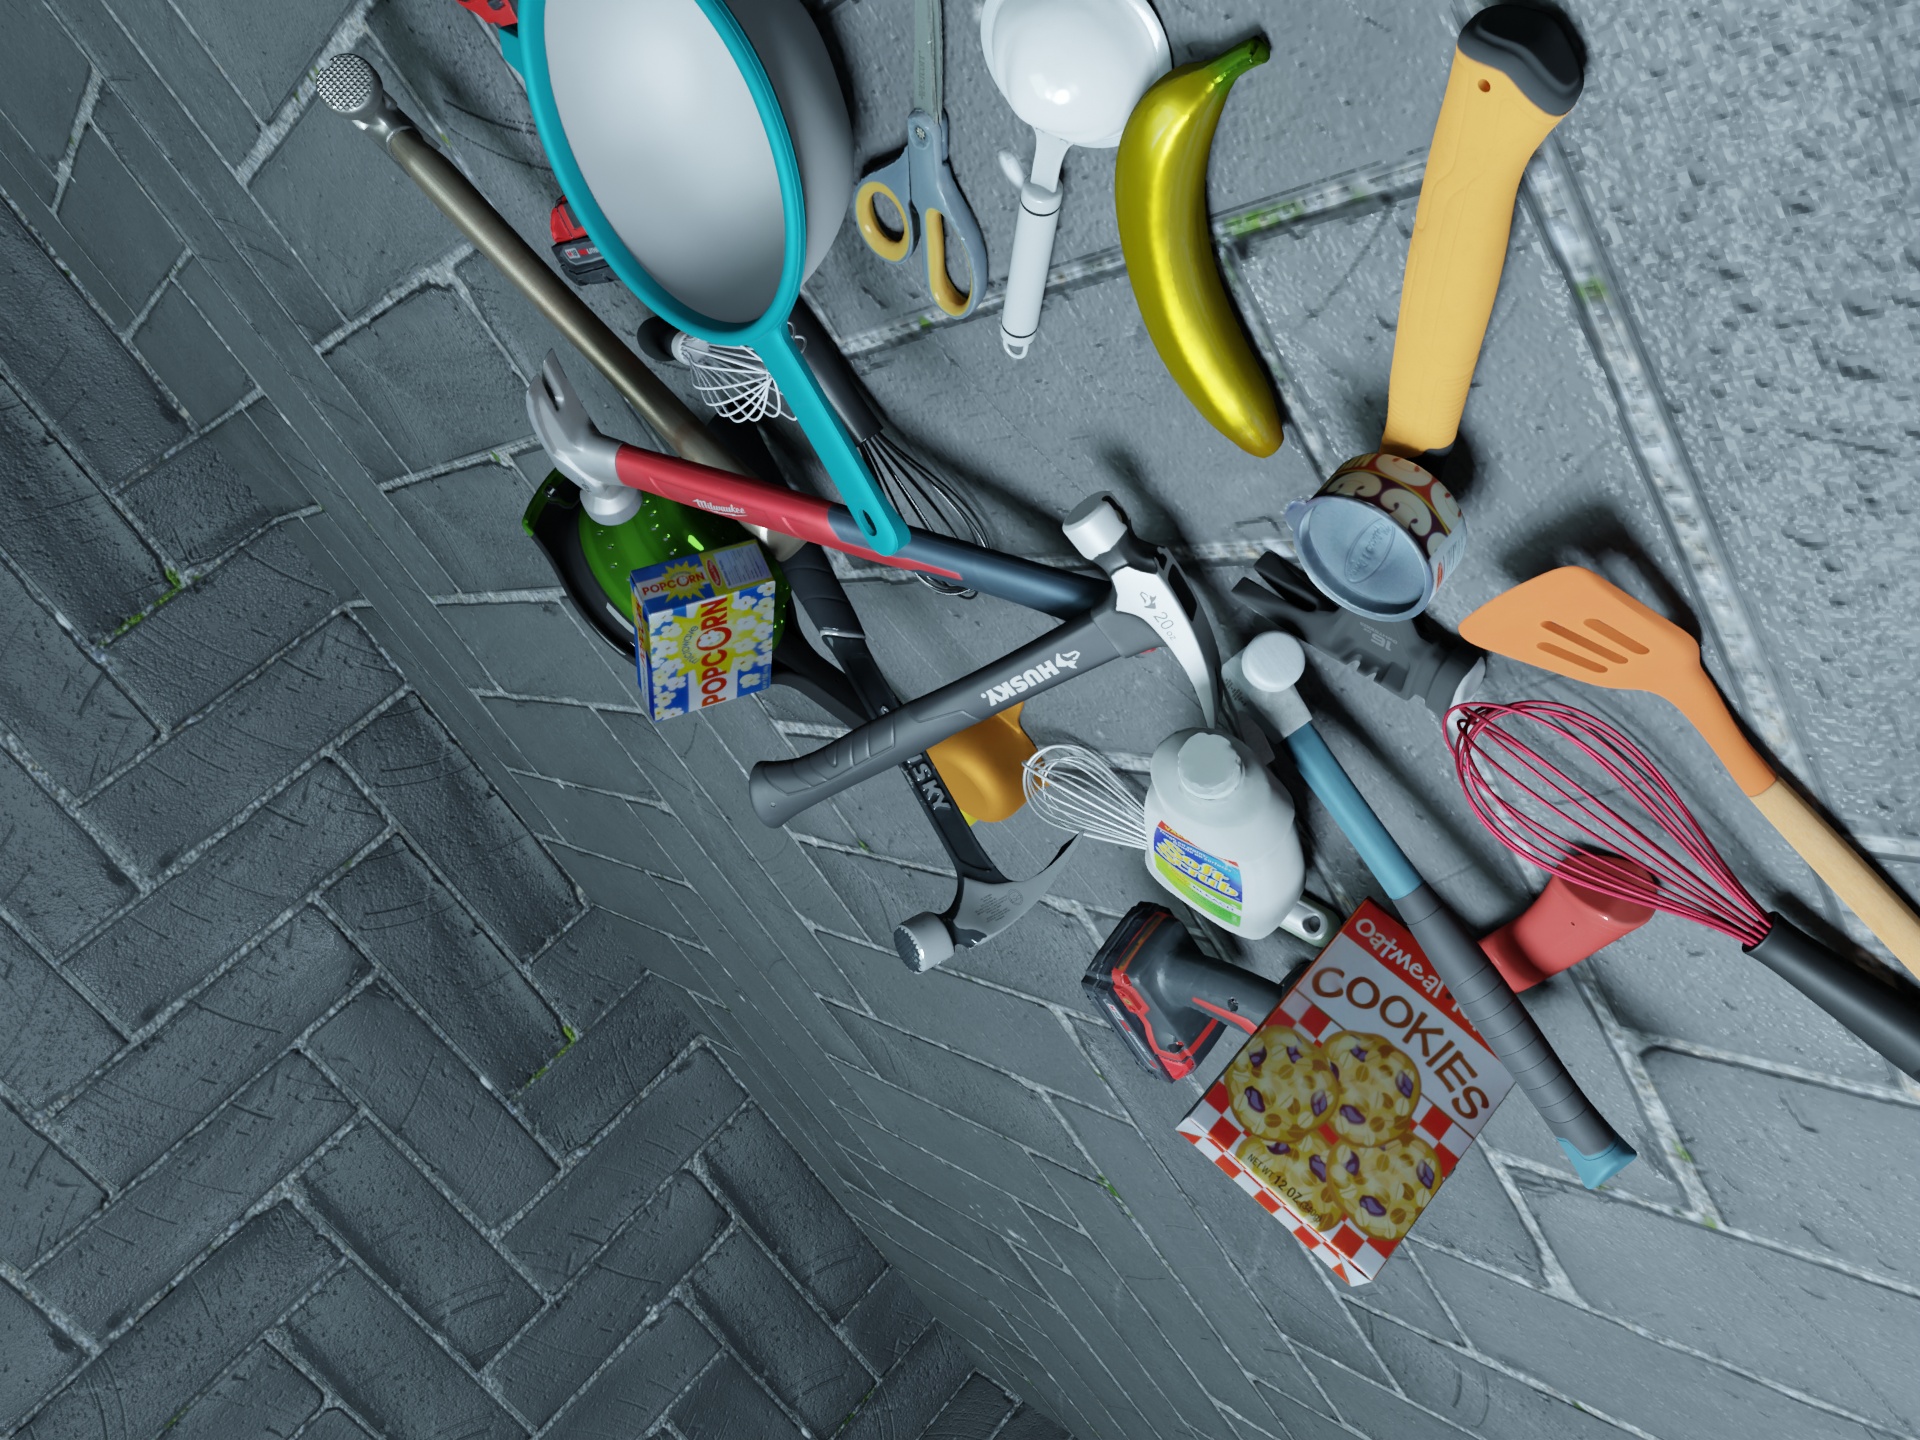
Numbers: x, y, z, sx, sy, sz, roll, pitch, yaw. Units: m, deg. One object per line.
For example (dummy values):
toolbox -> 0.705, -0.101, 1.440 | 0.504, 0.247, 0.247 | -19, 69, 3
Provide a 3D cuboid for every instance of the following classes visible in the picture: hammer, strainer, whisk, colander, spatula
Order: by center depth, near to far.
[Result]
hammer -> 0.184, -0.132, 0.654 | 0.127, 0.034, 0.336 | 34, 153, 24
spatula -> 0.348, 0.051, 0.666 | 0.322, 0.041, 0.081 | 46, 156, -1
whisk -> 0.342, 0.083, 0.713 | 0.296, 0.073, 0.073 | 36, 155, 7
strainer -> 0.038, -0.242, 0.719 | 0.087, 0.050, 0.258 | 27, 157, 7
strainer -> -0.091, -0.252, 0.819 | 0.211, 0.095, 0.340 | -6, 119, 56
hammer -> 0.241, 0.100, 0.828 | 0.331, 0.033, 0.128 | 55, 177, 6
hammer -> -0.066, -0.118, 0.920 | 0.386, 0.038, 0.143 | 17, 159, 13
hammer -> 0.301, 0.161, 0.925 | 0.149, 0.037, 0.359 | 42, 157, 9
hammer -> -0.001, -0.003, 0.930 | 0.335, 0.035, 0.146 | -26, 115, 35
whisk -> -0.057, -0.175, 0.975 | 0.239, 0.055, 0.055 | 54, 156, -8
whisk -> -0.161, -0.232, 0.998 | 0.070, 0.070, 0.285 | 60, 167, -28
hammer -> -0.249, -0.260, 1.050 | 0.410, 0.038, 0.146 | 46, -179, 1
whisk -> 0.142, 0.083, 1.058 | 0.246, 0.058, 0.059 | 29, -174, 26
hammer -> -0.064, -0.041, 1.066 | 0.409, 0.149, 0.036 | 61, 152, 11
colander -> -0.122, -0.079, 1.174 | 0.396, 0.205, 0.094 | 36, 125, -17

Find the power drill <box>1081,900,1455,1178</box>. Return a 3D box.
power drill -> 0.207, 0.212, 1.033 | 0.227, 0.080, 0.187 | 9, 141, 50

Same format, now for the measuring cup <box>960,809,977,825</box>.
measuring cup -> -0.038, 0.026, 1.281 | 0.156, 0.029, 0.062 | 50, 156, -13

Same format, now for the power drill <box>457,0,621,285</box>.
power drill -> -0.232, -0.370, 0.919 | 0.143, 0.078, 0.219 | 14, 138, 51

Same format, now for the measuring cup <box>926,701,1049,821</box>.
measuring cup -> 0.018, 0.015, 1.141 | 0.095, 0.052, 0.173 | 40, 158, 14
